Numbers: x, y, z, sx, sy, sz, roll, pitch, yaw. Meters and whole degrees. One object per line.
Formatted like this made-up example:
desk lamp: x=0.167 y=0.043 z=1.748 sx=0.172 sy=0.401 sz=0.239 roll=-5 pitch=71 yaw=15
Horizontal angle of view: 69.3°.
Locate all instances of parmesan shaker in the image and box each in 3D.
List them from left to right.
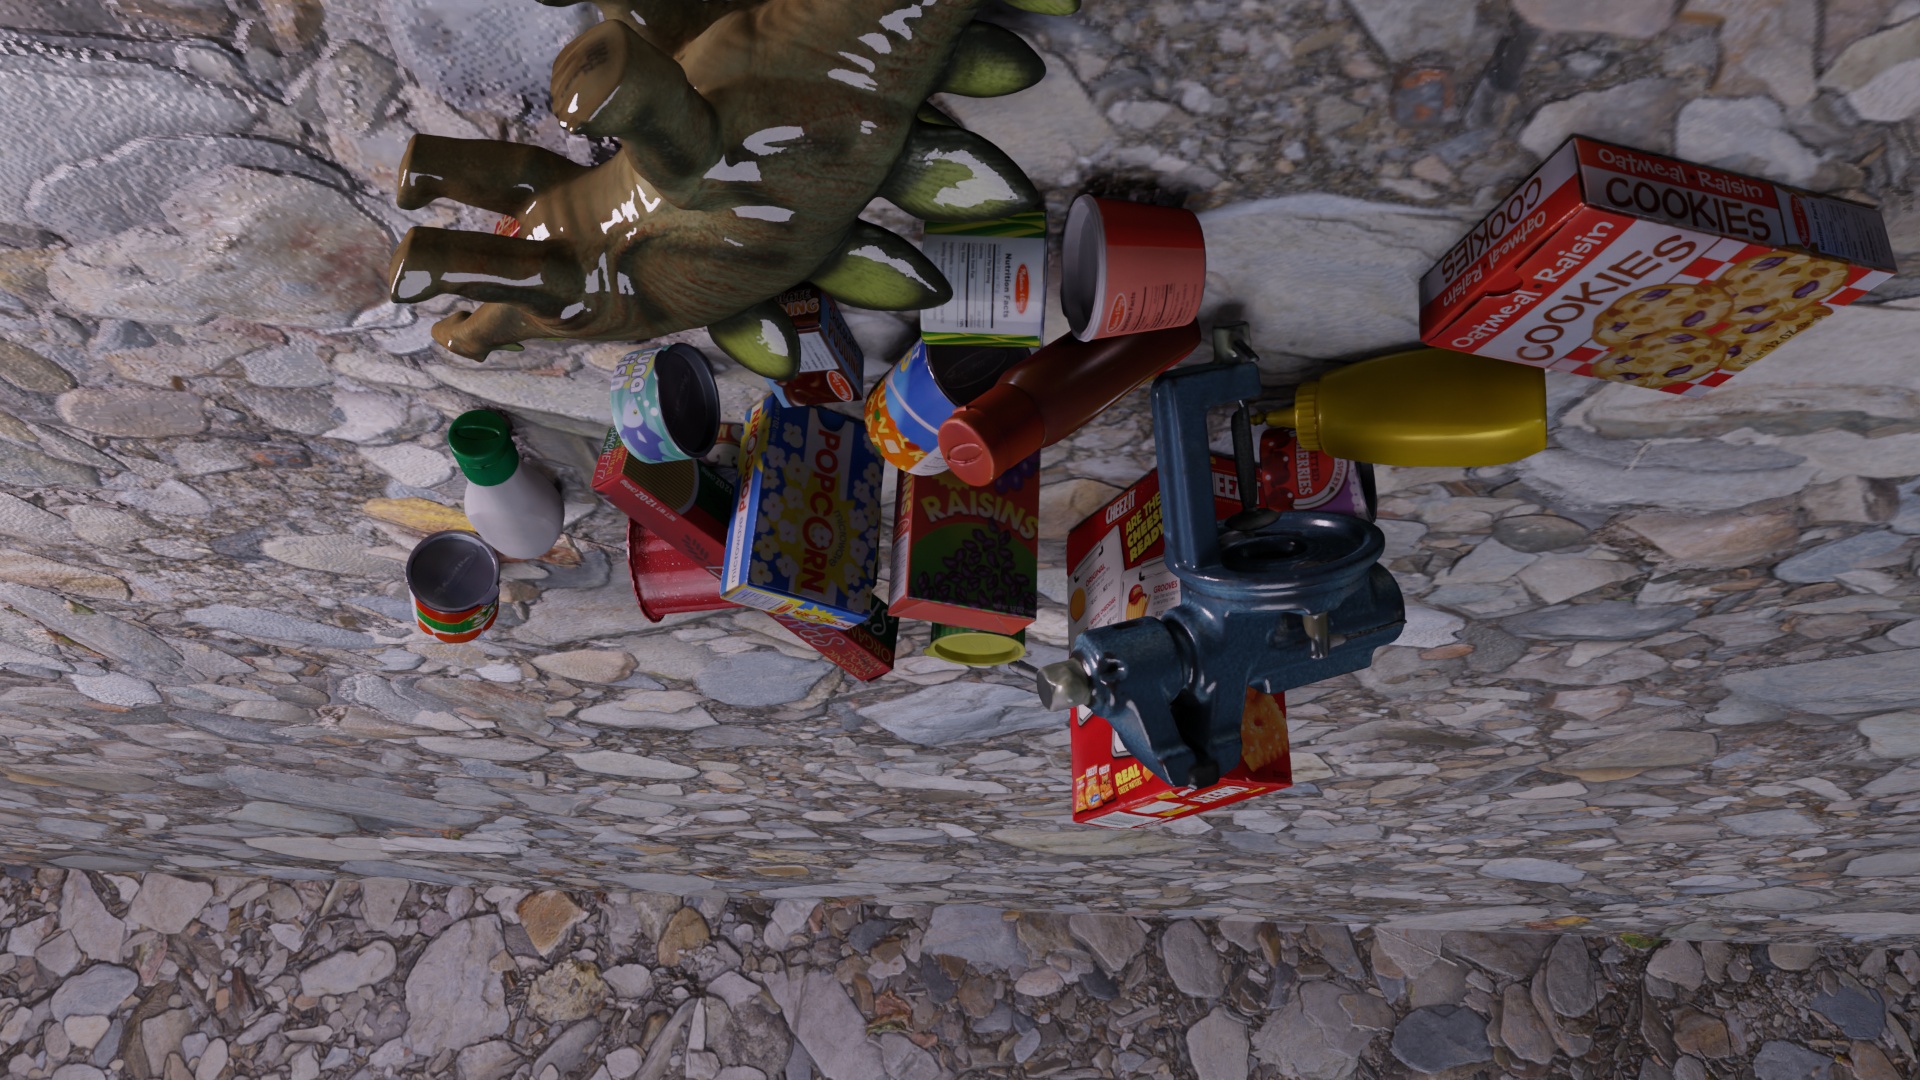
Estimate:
parmesan shaker: x=0.010 y=0.029 z=0.970 sx=0.071 sy=0.103 sz=0.071 roll=1 pitch=156 yaw=1

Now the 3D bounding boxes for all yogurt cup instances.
yogurt cup: x=0.081 y=-0.128 z=0.654 sx=0.054 sy=0.072 sz=0.072 roll=-2 pitch=157 yaw=-10

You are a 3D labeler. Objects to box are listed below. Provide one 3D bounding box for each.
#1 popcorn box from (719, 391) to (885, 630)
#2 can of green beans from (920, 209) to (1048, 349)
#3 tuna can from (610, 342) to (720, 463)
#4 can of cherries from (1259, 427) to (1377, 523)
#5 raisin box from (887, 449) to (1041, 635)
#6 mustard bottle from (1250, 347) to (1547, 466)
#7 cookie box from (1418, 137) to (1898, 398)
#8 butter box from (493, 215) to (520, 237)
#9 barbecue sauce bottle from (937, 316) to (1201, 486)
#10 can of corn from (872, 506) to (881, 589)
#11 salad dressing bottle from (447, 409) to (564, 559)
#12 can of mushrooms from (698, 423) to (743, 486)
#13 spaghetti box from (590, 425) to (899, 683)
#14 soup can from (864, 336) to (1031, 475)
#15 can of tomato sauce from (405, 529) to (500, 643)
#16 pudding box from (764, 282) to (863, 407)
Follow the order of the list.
popcorn box: x=-0.094 y=-0.017 z=0.846 sx=0.085 sy=0.127 sz=0.038 roll=18 pitch=155 yaw=-31
can of green beans: x=0.012 y=-0.125 z=0.662 sx=0.058 sy=0.071 sz=0.071 roll=2 pitch=156 yaw=2
tuna can: x=-0.168 y=-0.079 z=0.785 sx=0.033 sy=0.071 sz=0.071 roll=-6 pitch=155 yaw=20
can of cherries: x=0.216 y=-0.040 z=0.839 sx=0.058 sy=0.072 sz=0.071 roll=-8 pitch=155 yaw=24
raisin box: x=0.003 y=-0.011 z=0.854 sx=0.086 sy=0.124 sz=0.040 roll=11 pitch=156 yaw=-18
mustard bottle: x=0.240 y=-0.073 z=0.773 sx=0.160 sy=0.065 sz=0.048 roll=-1 pitch=153 yaw=25
cookie box: x=0.327 y=-0.125 z=0.667 sx=0.168 sy=0.040 sz=0.122 roll=8 pitch=156 yaw=-14
butter box: x=-0.173 y=-0.141 z=0.693 sx=0.103 sy=0.024 sz=0.053 roll=21 pitch=150 yaw=-37
barbecue sauce bottle: x=0.052 y=-0.077 z=0.686 sx=0.064 sy=0.149 sz=0.043 roll=-9 pitch=112 yaw=54
can of corn: x=-0.088 y=0.000 z=0.969 sx=0.071 sy=0.058 sz=0.071 roll=2 pitch=156 yaw=1
salad dressing bottle: x=-0.304 y=-0.036 z=0.926 sx=0.064 sy=0.044 sz=0.147 roll=5 pitch=155 yaw=-2
can of mushrooms: x=-0.154 y=-0.048 z=0.896 sx=0.071 sy=0.033 sz=0.070 roll=2 pitch=157 yaw=1
spaghetti box: x=-0.128 y=0.011 z=0.887 sx=0.028 sy=0.050 sz=0.249 roll=-23 pitch=134 yaw=31
soup can: x=-0.009 y=-0.083 z=0.766 sx=0.071 sy=0.071 sz=0.083 roll=14 pitch=155 yaw=-25
can of tomato sauce: x=-0.389 y=0.038 z=1.072 sx=0.071 sy=0.071 sz=0.082 roll=9 pitch=156 yaw=-15
pudding box: x=-0.087 y=-0.106 z=0.761 sx=0.049 sy=0.030 sz=0.083 roll=-4 pitch=156 yaw=12
